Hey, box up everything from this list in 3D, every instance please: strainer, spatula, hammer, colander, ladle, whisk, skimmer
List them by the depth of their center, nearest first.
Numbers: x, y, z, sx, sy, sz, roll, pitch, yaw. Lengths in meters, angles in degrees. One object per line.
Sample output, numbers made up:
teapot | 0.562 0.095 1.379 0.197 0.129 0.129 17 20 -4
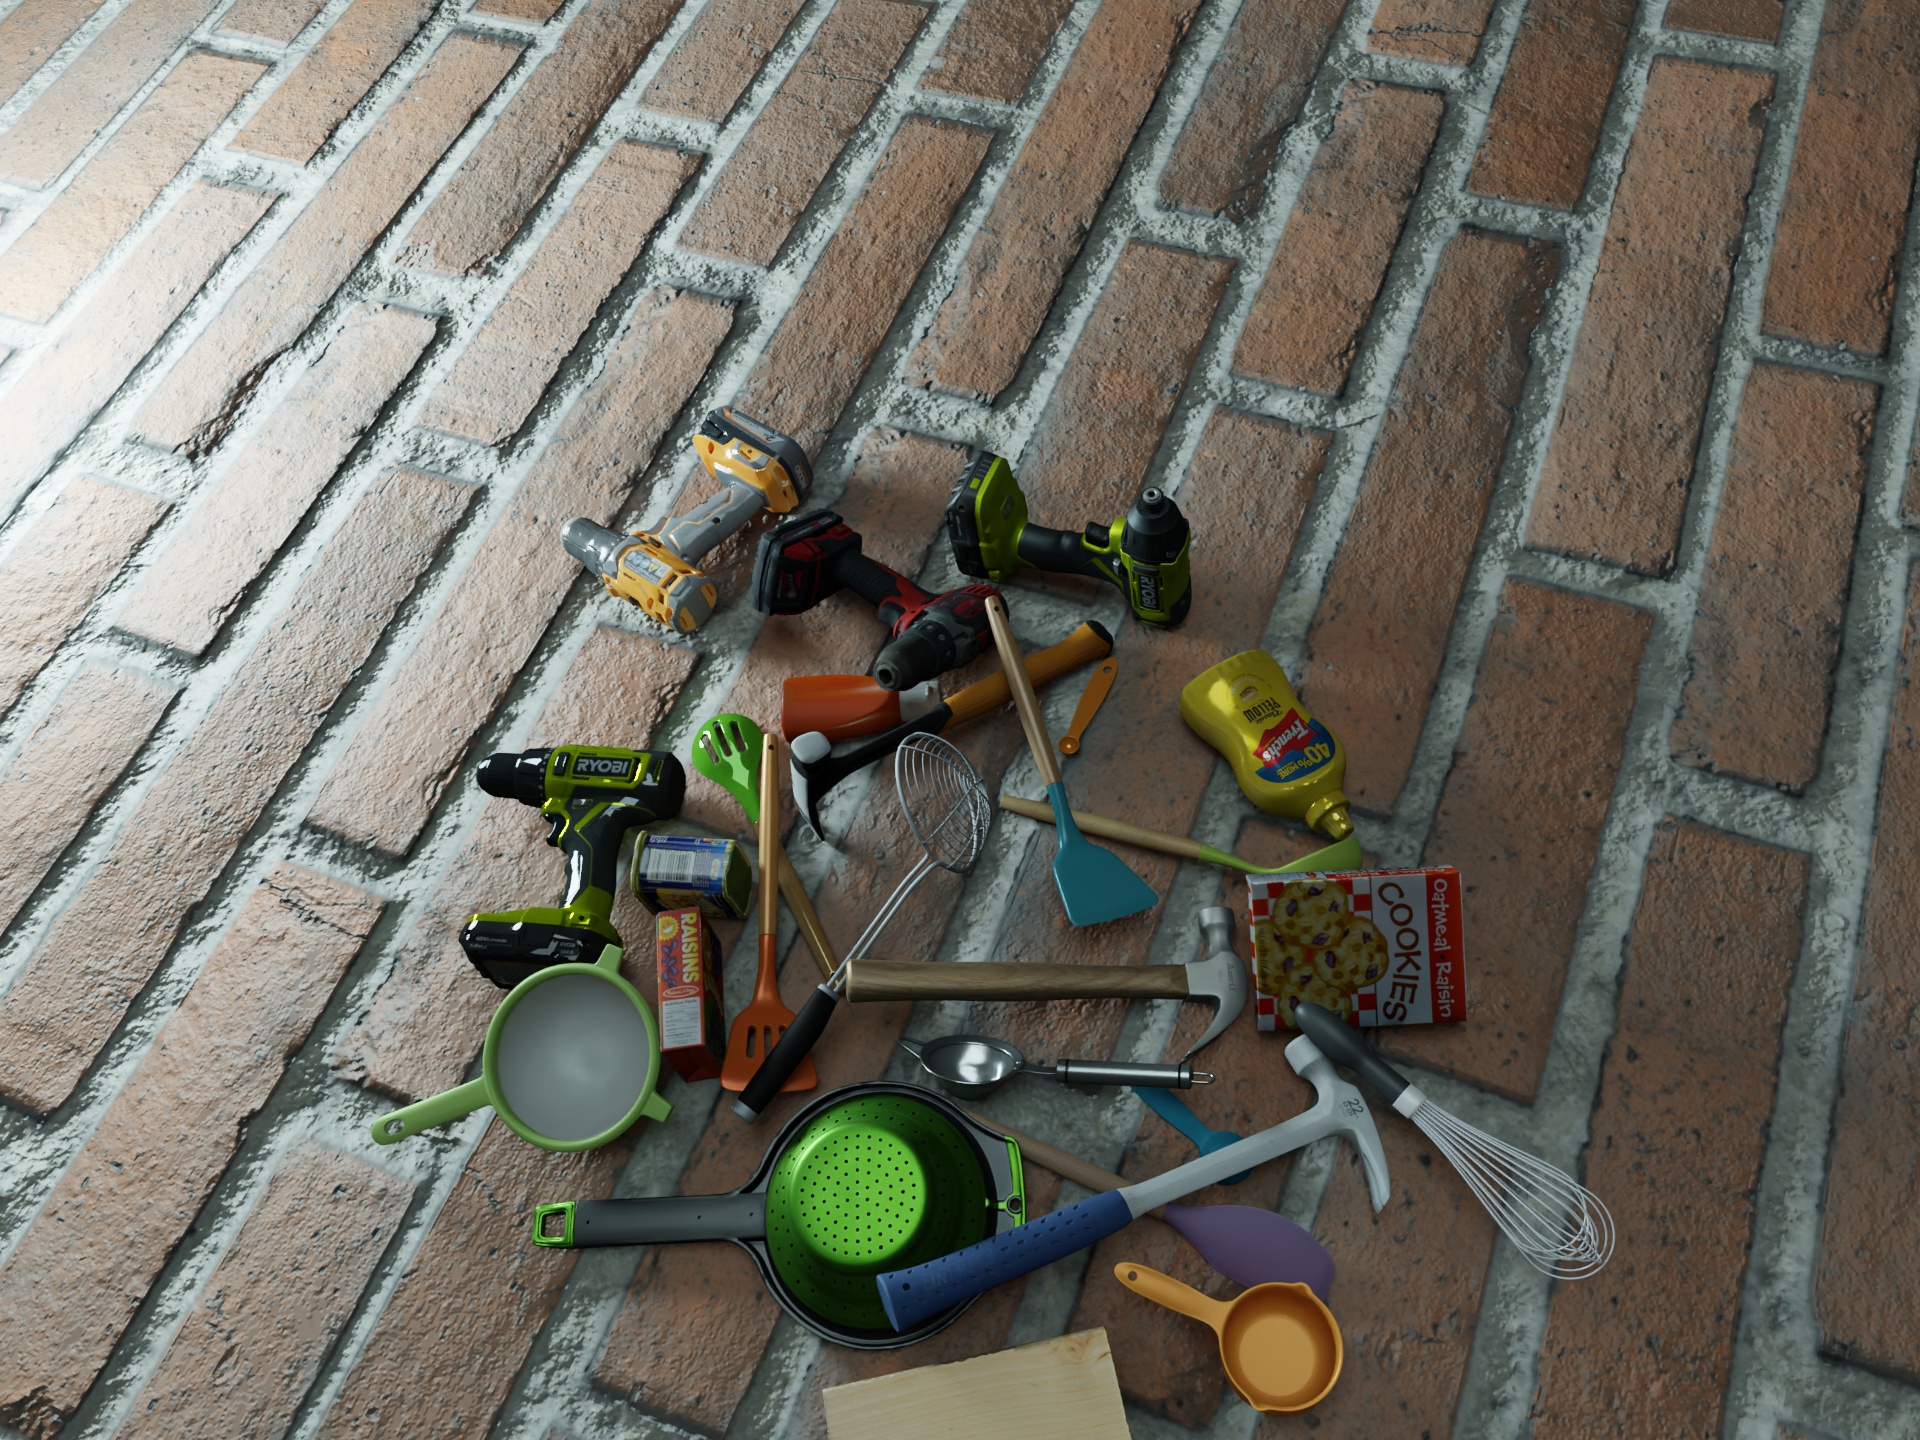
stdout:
hammer | 0.135 0.364 1.189 0.405 0.035 0.144 -17 54 -17
whisk | 0.369 0.314 1.215 0.285 0.070 0.070 40 71 21
colander | -0.151 0.376 1.225 0.397 0.094 0.205 -5 64 6
spatula | 0.137 0.370 1.243 0.316 0.018 0.060 20 80 18
strainer | 0.074 0.283 1.276 0.258 0.087 0.050 0 103 15
hammer | 0.072 0.216 1.300 0.331 0.031 0.130 1 59 -7
strainer | -0.361 0.299 1.324 0.256 0.069 0.151 -22 77 5
skimmer | -0.091 0.172 1.347 0.090 0.127 0.363 16 64 50
spatula | -0.165 0.161 1.375 0.081 0.041 0.323 2 68 -11
ladle | 0.187 0.096 1.384 0.320 0.078 0.062 13 88 20
spatula | 0.079 0.028 1.388 0.082 0.044 0.318 -13 72 -19
hammer | -0.002 -0.005 1.454 0.337 0.127 0.034 -27 58 -21

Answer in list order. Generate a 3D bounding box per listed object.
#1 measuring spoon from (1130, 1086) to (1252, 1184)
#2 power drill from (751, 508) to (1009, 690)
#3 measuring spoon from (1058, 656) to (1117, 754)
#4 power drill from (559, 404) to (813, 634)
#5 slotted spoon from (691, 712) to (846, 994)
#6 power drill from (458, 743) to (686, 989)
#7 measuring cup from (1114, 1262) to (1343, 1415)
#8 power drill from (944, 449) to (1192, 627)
measuring spoon | 0.179 0.317 1.268 0.129 0.021 0.042 39 70 23
power drill | -0.087 -0.106 1.486 0.227 0.080 0.188 26 33 19
measuring spoon | 0.120 -0.013 1.484 0.021 0.011 0.117 19 60 17
power drill | -0.282 -0.212 1.613 0.185 0.084 0.226 30 71 23
slotted spoon | -0.169 0.112 1.433 0.070 0.031 0.314 -27 61 -6
power drill | -0.363 0.122 1.422 0.190 0.080 0.229 3 57 9
measuring cup | 0.195 0.447 1.174 0.174 0.052 0.095 20 63 20
power drill | 0.105 -0.175 1.490 0.223 0.171 0.080 16 62 19
